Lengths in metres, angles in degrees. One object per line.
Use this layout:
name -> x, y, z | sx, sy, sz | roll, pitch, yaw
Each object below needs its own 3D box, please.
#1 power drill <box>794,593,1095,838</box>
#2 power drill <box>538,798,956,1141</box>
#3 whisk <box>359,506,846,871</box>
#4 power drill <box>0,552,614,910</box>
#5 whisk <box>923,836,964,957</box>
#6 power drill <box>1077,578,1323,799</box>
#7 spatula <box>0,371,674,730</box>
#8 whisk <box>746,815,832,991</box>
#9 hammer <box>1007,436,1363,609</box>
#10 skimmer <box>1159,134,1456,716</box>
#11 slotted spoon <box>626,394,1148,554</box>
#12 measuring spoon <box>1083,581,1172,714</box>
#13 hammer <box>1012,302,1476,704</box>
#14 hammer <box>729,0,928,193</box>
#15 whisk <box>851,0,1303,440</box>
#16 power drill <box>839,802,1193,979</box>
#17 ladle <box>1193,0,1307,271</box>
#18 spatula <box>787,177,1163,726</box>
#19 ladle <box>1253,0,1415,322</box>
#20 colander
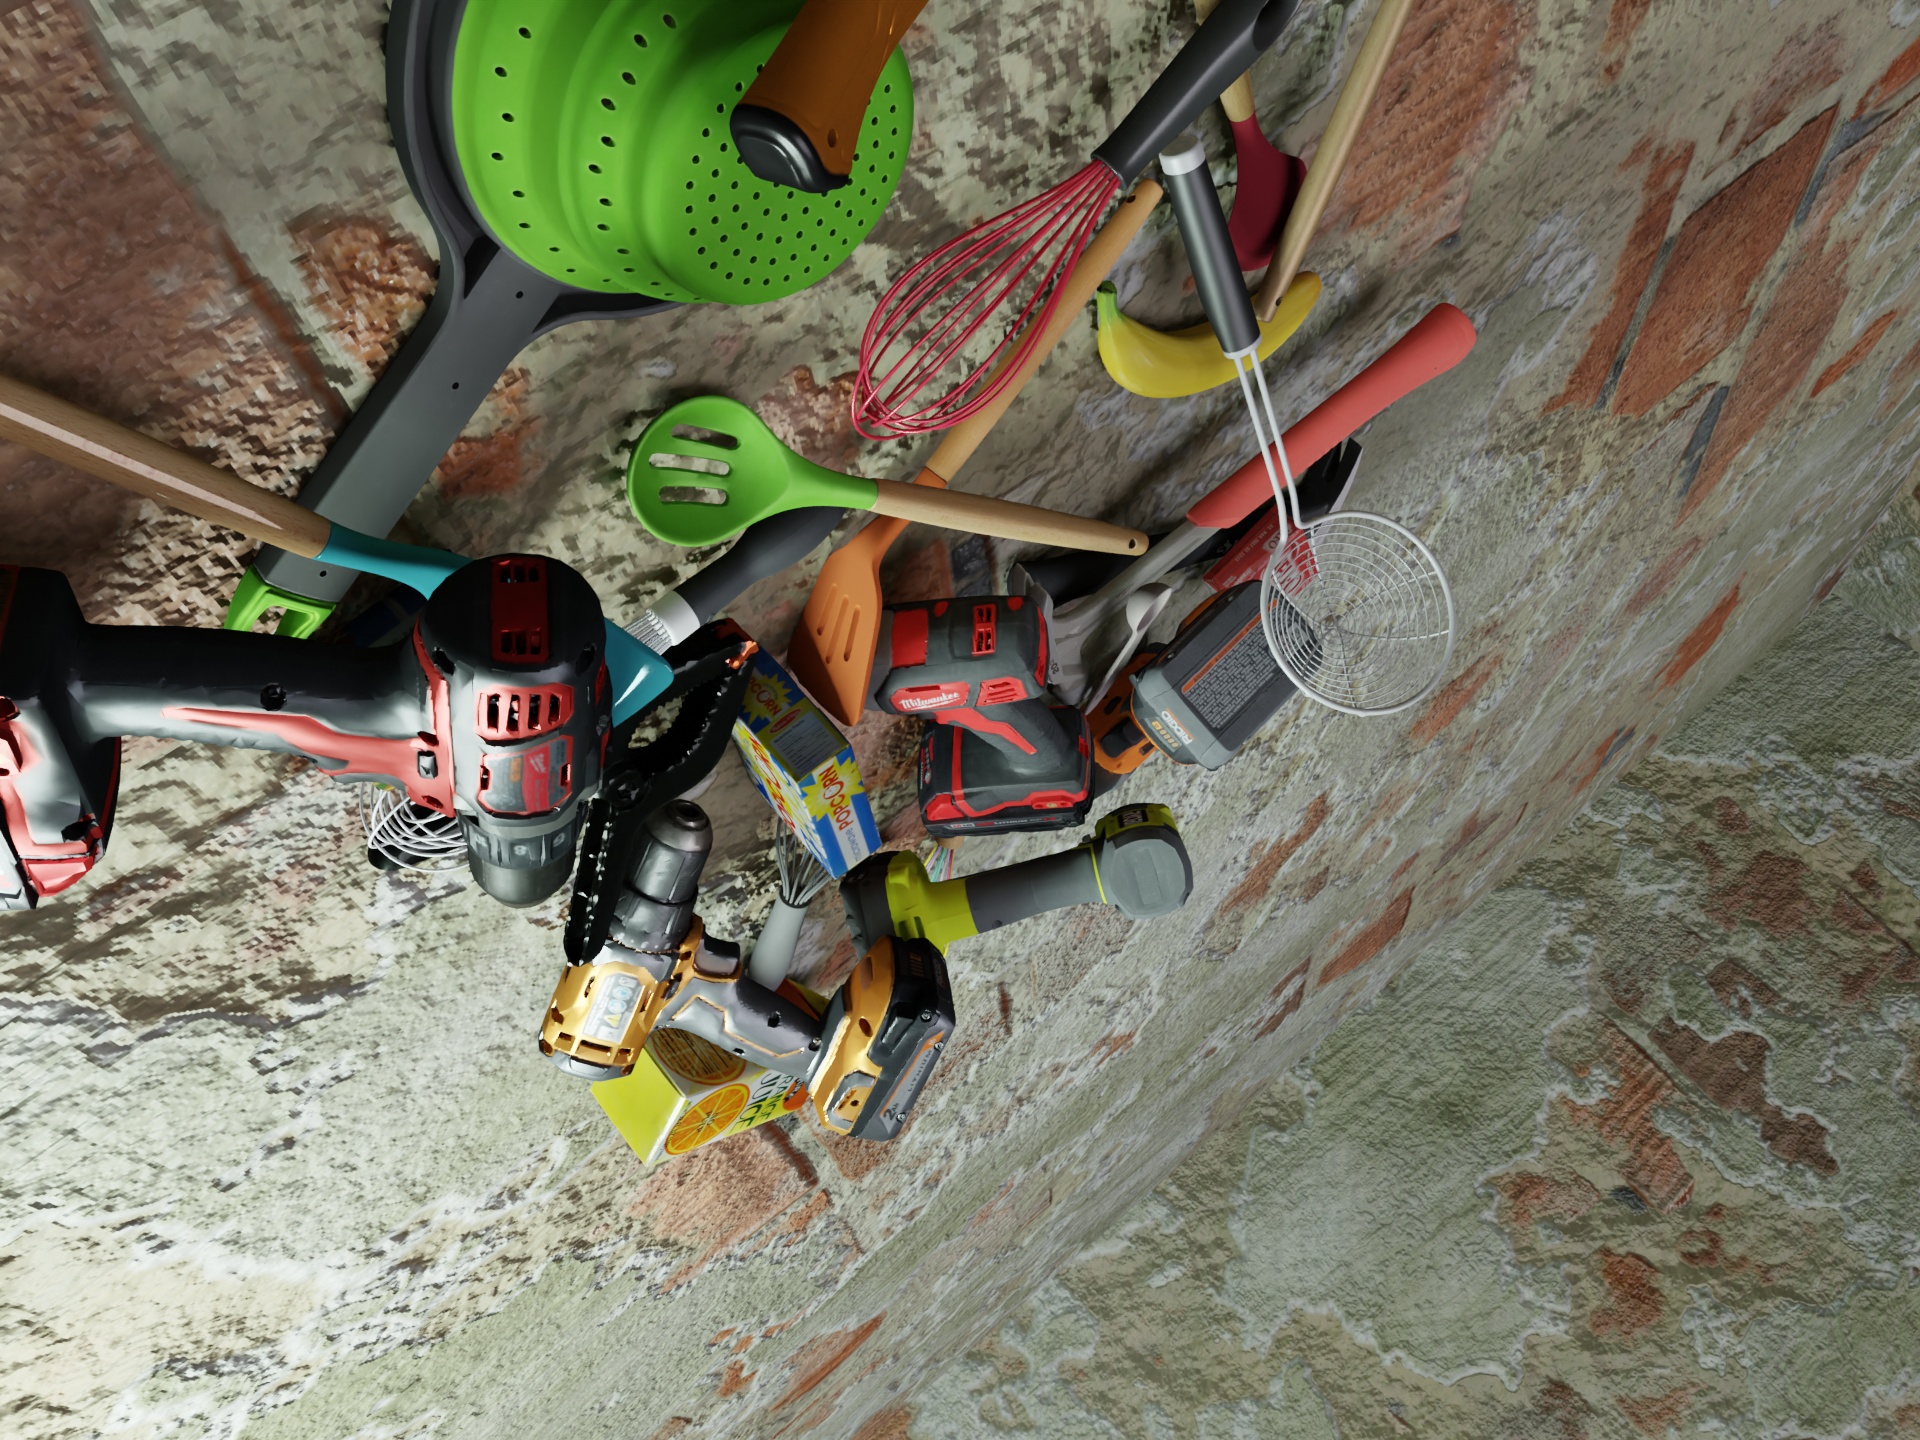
power drill -> -0.002, -0.003, 0.954 | 0.143, 0.079, 0.219 | -5, 155, 15
power drill -> -0.118, 0.150, 0.948 | 0.226, 0.084, 0.185 | 18, 114, -16
whisk -> -0.163, -0.030, 0.762 | 0.284, 0.070, 0.070 | -40, 154, -20
power drill -> -0.242, 0.016, 0.575 | 0.226, 0.080, 0.187 | -1, 146, -16
whisk -> -0.011, 0.104, 1.176 | 0.051, 0.047, 0.244 | -41, 156, -50
power drill -> 0.133, -0.003, 1.091 | 0.164, 0.084, 0.226 | -42, -177, -20
spatula -> -0.240, -0.064, 0.539 | 0.082, 0.044, 0.317 | -29, 146, 28
whisk -> -0.111, 0.119, 1.053 | 0.055, 0.055, 0.238 | -23, 151, -36
hammer -> 0.156, -0.123, 1.093 | 0.334, 0.035, 0.146 | -18, 144, -42
skimmer -> 0.195, -0.156, 0.895 | 0.127, 0.090, 0.362 | -40, 130, -14
slotted spoon -> -0.024, -0.106, 0.788 | 0.313, 0.031, 0.070 | 4, 109, -37
measuring spoon -> 0.098, -0.045, 1.000 | 0.034, 0.018, 0.124 | -38, 164, -40
hammer -> 0.183, -0.153, 1.005 | 0.359, 0.037, 0.149 | -39, 154, -8
hammer -> 0.020, -0.311, 0.507 | 0.337, 0.034, 0.127 | -61, 156, -14
whisk -> 0.055, -0.241, 0.741 | 0.296, 0.073, 0.073 | -46, 153, 4
power drill -> 0.041, 0.109, 1.074 | 0.223, 0.080, 0.171 | -15, -175, 5
ladle -> 0.135, -0.322, 0.789 | 0.069, 0.031, 0.315 | -46, 152, -2
spatula -> 0.007, -0.145, 0.839 | 0.322, 0.081, 0.041 | -52, 136, 5
ladle -> 0.226, -0.348, 0.810 | 0.078, 0.062, 0.320 | -12, 133, -43
colander -> -0.135, -0.153, 0.573 | 0.397, 0.095, 0.204 | -50, 153, 12
